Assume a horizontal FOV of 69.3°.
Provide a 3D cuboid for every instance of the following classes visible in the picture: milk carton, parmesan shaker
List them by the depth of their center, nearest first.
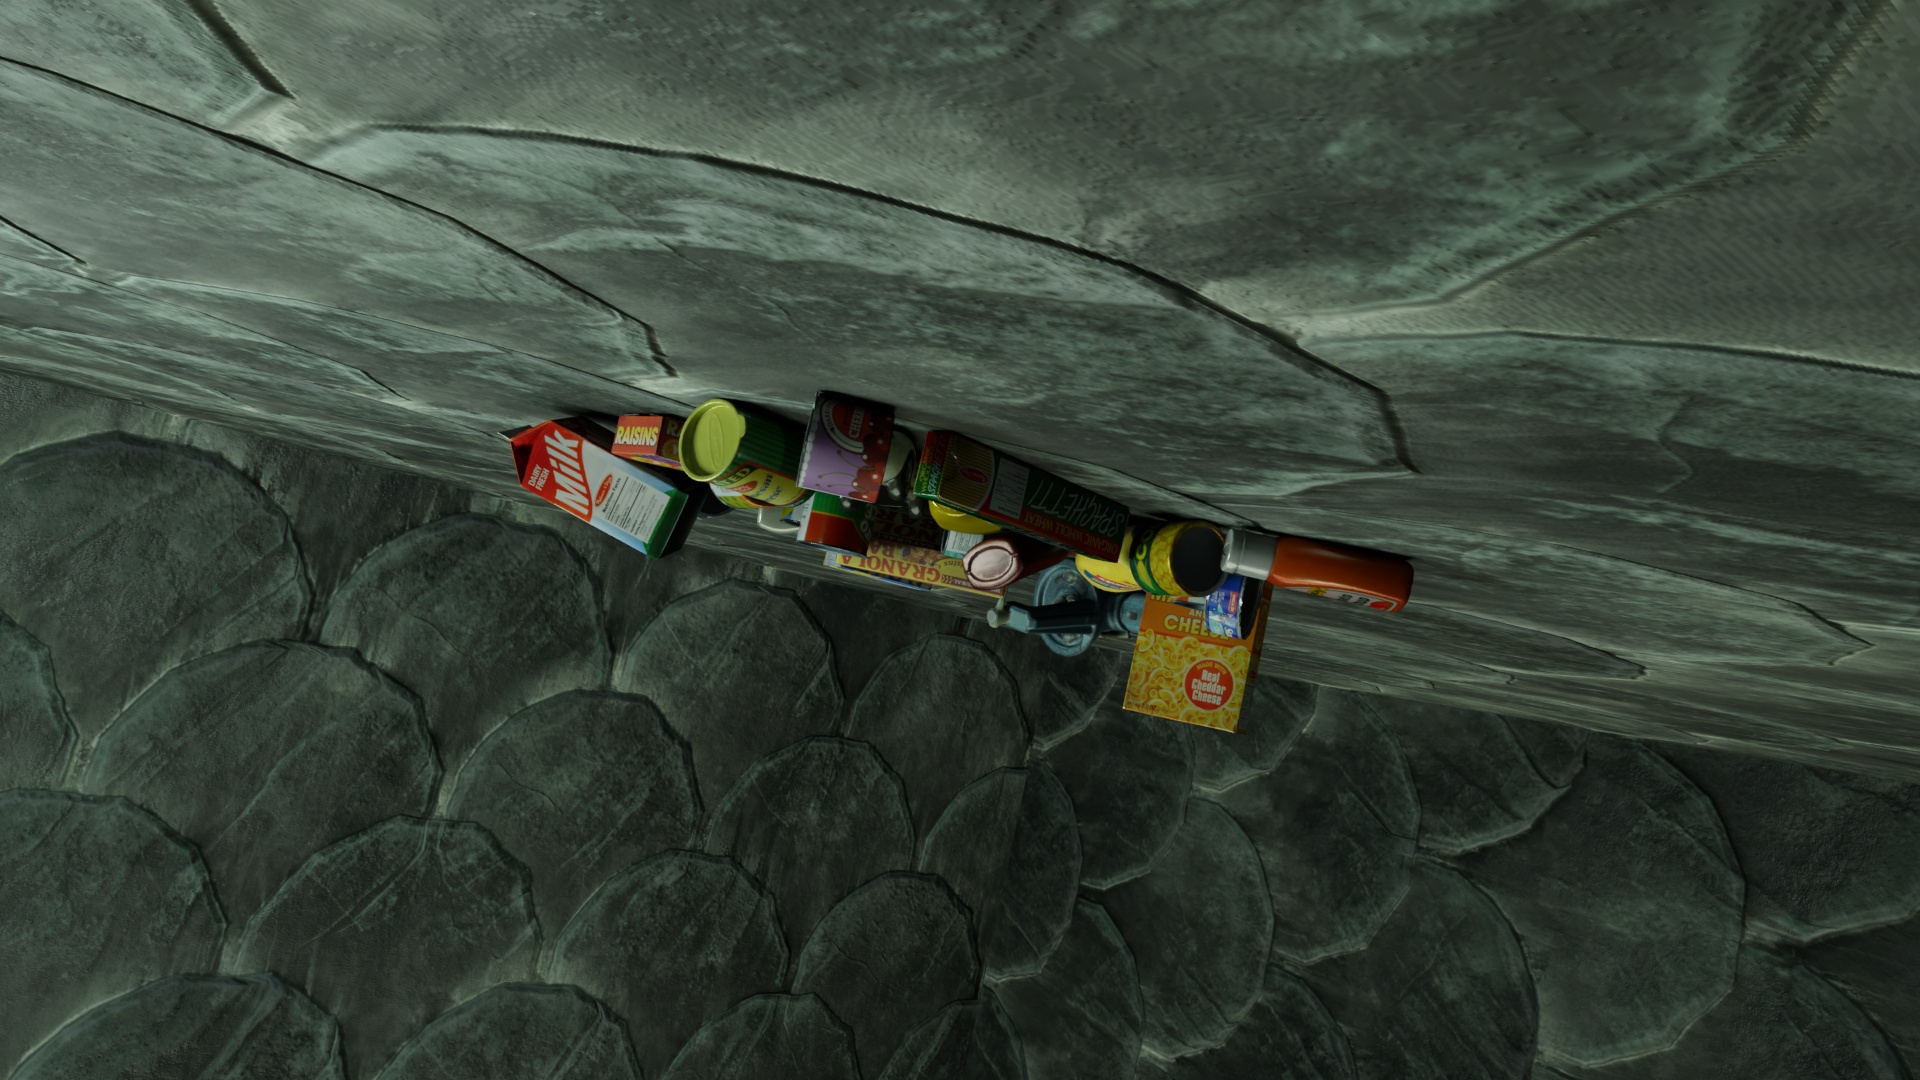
[{"bbox_3d":[-0.163,-0.069,1.113,0.071,0.071,0.103,8,173,36],"label":"parmesan shaker"},{"bbox_3d":[-0.344,-0.062,1.325,0.191,0.073,0.072,28,-169,2],"label":"milk carton"}]

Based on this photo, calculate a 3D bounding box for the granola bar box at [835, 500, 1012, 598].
[{"bbox_3d":[-0.026,0.000,1.355,0.166,0.039,0.125,12,-156,6],"label":"granola bar box"}]

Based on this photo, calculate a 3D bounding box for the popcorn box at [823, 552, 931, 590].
[{"bbox_3d":[-0.081,0.001,1.517,0.127,0.085,0.038,17,173,-38],"label":"popcorn box"}]

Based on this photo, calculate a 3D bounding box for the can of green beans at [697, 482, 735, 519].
[{"bbox_3d":[-0.259,-0.056,1.430,0.071,0.071,0.058,14,174,-19],"label":"can of green beans"}]

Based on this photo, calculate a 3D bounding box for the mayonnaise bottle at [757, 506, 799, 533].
[{"bbox_3d":[-0.133,-0.031,1.445,0.148,0.065,0.041,9,177,-3],"label":"mayonnaise bottle"}]

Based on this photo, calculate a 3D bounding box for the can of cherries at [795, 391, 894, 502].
[{"bbox_3d":[-0.080,-0.065,0.972,0.058,0.071,0.071,13,174,-6],"label":"can of cherries"}]

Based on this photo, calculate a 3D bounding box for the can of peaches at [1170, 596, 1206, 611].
[{"bbox_3d":[0.239,0.038,1.335,0.071,0.058,0.071,12,175,1],"label":"can of peaches"}]

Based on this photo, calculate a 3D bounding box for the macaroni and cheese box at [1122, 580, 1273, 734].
[{"bbox_3d":[0.245,0.104,1.427,0.124,0.166,0.040,9,173,28],"label":"macaroni and cheese box"}]

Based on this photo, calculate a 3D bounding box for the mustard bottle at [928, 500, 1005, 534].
[{"bbox_3d":[0.004,-0.037,1.140,0.065,0.049,0.160,2,172,9],"label":"mustard bottle"}]

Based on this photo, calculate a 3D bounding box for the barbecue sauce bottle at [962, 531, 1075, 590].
[{"bbox_3d":[0.065,0.007,1.241,0.064,0.043,0.149,-22,178,35],"label":"barbecue sauce bottle"}]

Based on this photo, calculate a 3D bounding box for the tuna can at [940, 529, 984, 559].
[{"bbox_3d":[0.005,-0.016,1.272,0.033,0.071,0.071,12,174,-5],"label":"tuna can"}]

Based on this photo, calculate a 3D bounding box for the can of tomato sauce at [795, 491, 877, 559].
[{"bbox_3d":[-0.107,-0.031,1.268,0.071,0.083,0.071,12,174,1],"label":"can of tomato sauce"}]

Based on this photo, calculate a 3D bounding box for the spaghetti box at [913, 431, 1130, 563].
[{"bbox_3d":[0.055,-0.030,1.101,0.028,0.050,0.250,10,174,40],"label":"spaghetti box"}]

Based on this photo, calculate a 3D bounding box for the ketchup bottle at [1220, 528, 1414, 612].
[{"bbox_3d":[0.292,0.023,1.146,0.149,0.043,0.064,13,174,2],"label":"ketchup bottle"}]

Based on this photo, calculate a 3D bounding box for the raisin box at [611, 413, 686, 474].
[{"bbox_3d":[-0.245,-0.083,1.282,0.123,0.040,0.086,16,174,-41],"label":"raisin box"}]

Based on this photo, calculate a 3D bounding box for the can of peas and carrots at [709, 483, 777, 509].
[{"bbox_3d":[-0.179,-0.061,1.223,0.071,0.071,0.058,16,173,-30],"label":"can of peas and carrots"}]

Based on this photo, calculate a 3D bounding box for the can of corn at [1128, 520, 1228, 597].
[{"bbox_3d":[0.185,0.013,1.181,0.071,0.071,0.058,15,173,-27],"label":"can of corn"}]

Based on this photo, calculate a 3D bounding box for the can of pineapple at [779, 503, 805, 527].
[{"bbox_3d":[-0.142,-0.040,1.385,0.071,0.058,0.071,12,174,1],"label":"can of pineapple"}]
